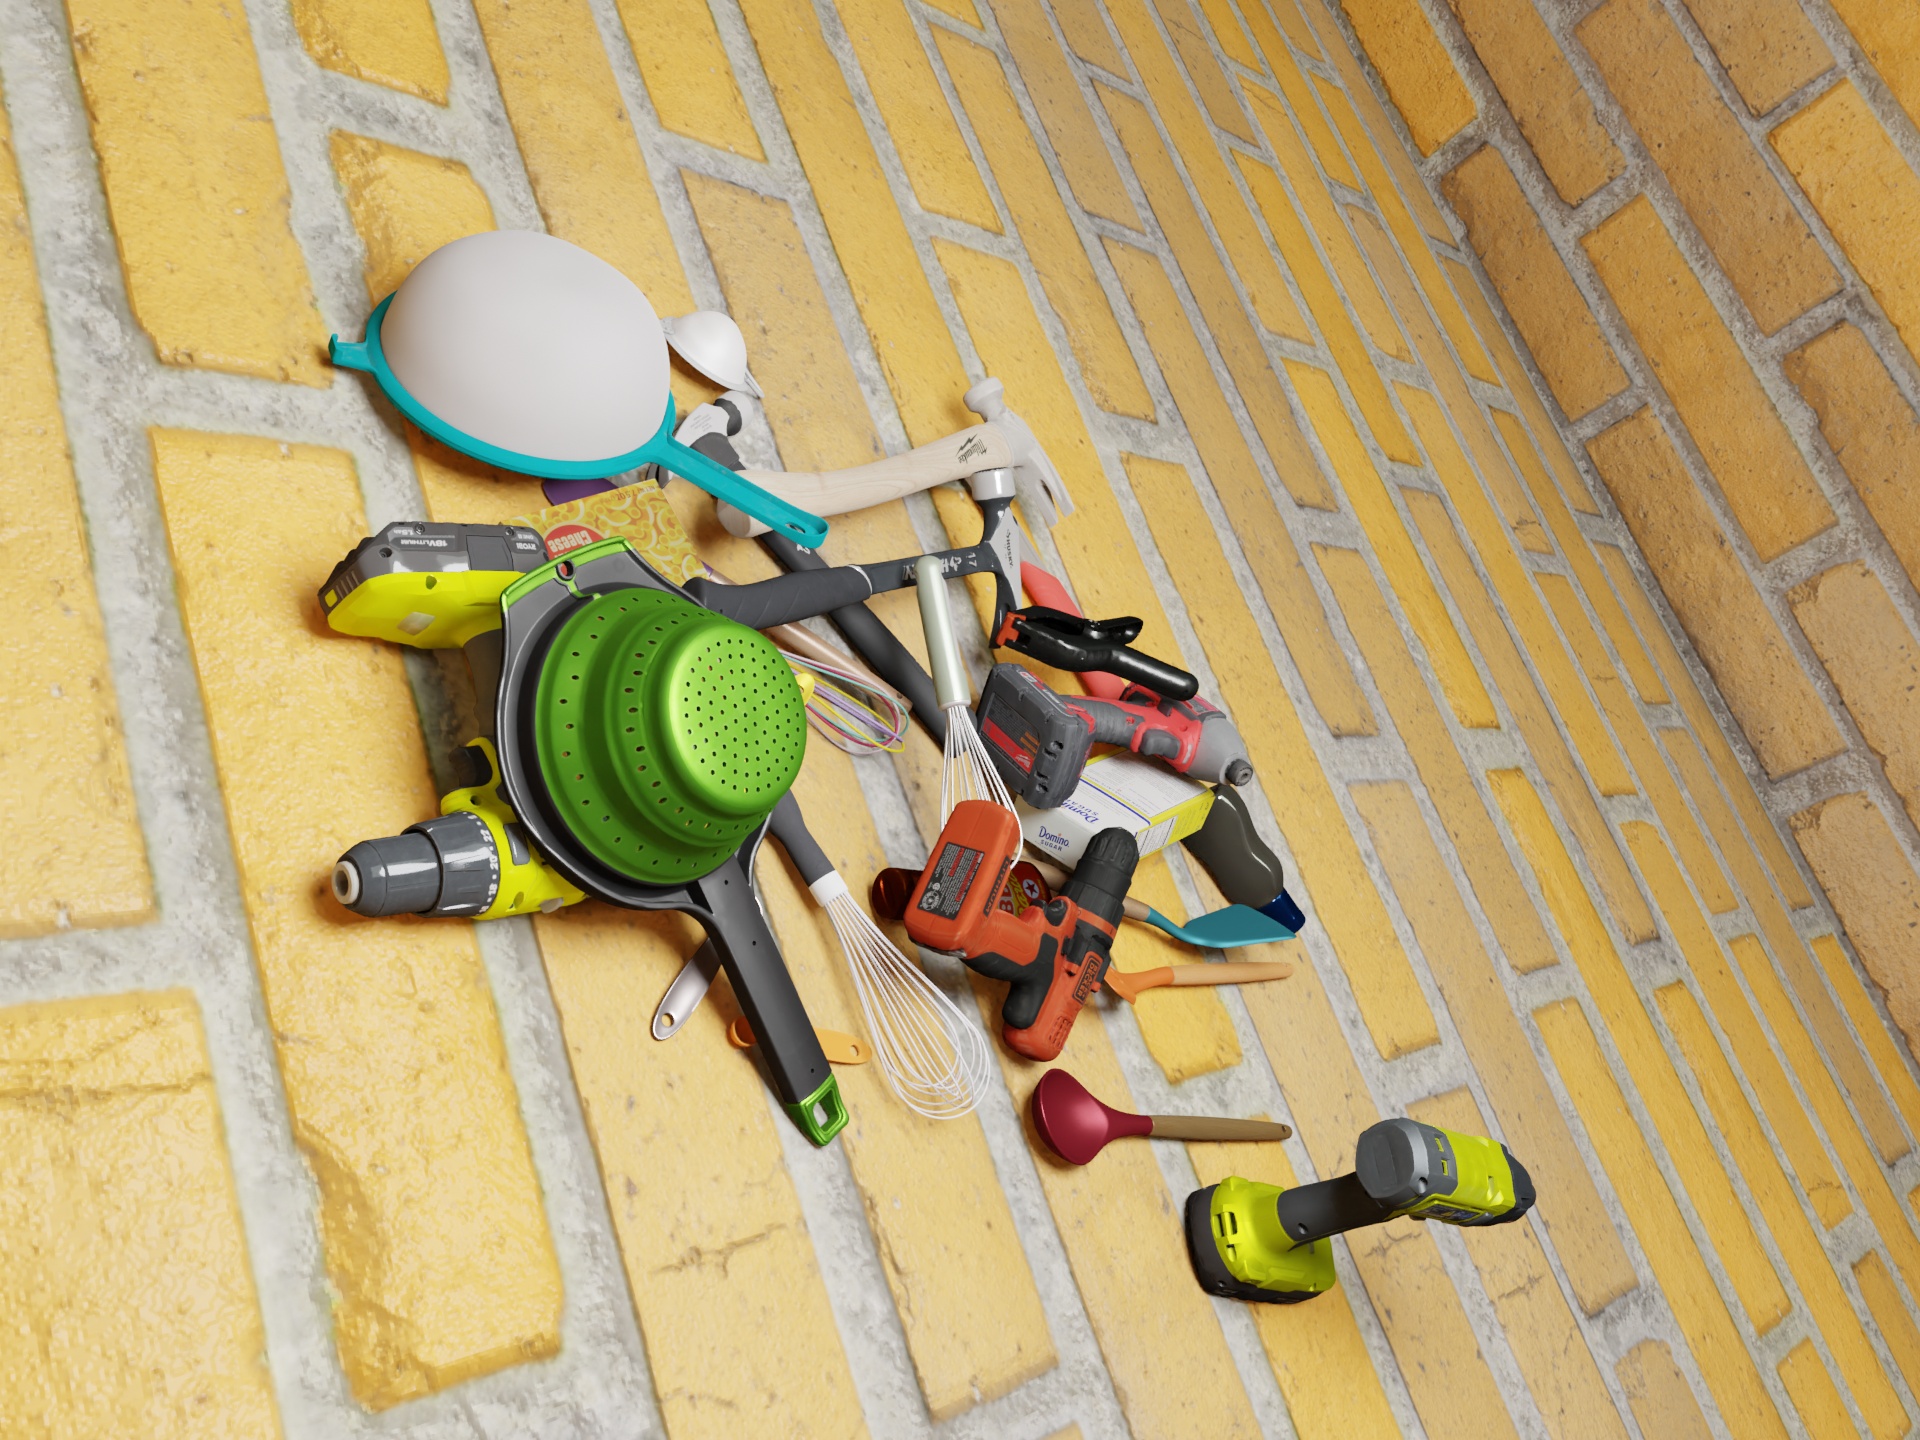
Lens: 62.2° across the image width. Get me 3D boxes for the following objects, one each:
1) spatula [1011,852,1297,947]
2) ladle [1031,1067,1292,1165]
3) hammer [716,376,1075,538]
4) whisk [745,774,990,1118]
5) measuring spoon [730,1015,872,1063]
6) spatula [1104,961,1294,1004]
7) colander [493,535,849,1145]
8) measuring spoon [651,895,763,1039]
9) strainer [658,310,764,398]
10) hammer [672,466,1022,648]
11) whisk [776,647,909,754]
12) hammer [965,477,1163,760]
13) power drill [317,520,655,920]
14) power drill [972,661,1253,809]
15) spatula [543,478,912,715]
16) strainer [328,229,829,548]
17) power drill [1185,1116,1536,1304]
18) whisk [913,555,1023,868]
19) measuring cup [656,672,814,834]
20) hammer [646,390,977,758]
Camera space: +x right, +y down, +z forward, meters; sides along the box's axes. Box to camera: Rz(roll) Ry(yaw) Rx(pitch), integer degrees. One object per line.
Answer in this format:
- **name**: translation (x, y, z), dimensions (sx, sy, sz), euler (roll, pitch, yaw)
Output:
- **spatula**: translation (0.133, 0.138, 1.291), dimensions (0.317, 0.044, 0.082), euler (23, 4, -29)
- **ladle**: translation (0.159, 0.308, 1.211), dimensions (0.315, 0.031, 0.069), euler (16, 54, -42)
- **hammer**: translation (-0.046, -0.193, 1.307), dimensions (0.410, 0.038, 0.146), euler (-27, 84, -53)
- **whisk**: translation (-0.071, 0.140, 1.071), dimensions (0.070, 0.070, 0.285), euler (-21, 74, -52)
- **measuring spoon**: translation (-0.102, 0.207, 1.022), dimensions (0.116, 0.011, 0.021), euler (21, 49, -41)
- **spatula**: translation (0.190, 0.203, 1.311), dimensions (0.322, 0.041, 0.081), euler (7, 31, -47)
- **colander**: translation (-0.126, 0.078, 0.935), dimensions (0.204, 0.094, 0.397), euler (-38, 111, -48)
- **measuring spoon**: translation (-0.163, 0.153, 0.996), dimensions (0.034, 0.018, 0.124), euler (44, 45, -14)
- **strainer**: translation (-0.252, -0.319, 1.235), dimensions (0.258, 0.050, 0.087), euler (18, 32, -33)
- **hammer**: translation (-0.065, -0.099, 1.175), dimensions (0.409, 0.036, 0.149), euler (-20, 104, -55)
- **whisk**: translation (-0.136, -0.043, 1.149), dimensions (0.244, 0.051, 0.047), euler (33, 48, -22)
- **hammer**: translation (0.083, -0.101, 1.433), dimensions (0.149, 0.036, 0.359), euler (-23, 80, -52)
- **power drill**: translation (-0.287, 0.005, 0.916), dimensions (0.190, 0.080, 0.229), euler (-5, 71, -50)
- **power drill**: translation (0.130, 0.013, 1.295), dimensions (0.219, 0.078, 0.143), euler (0, 29, -36)
- **spatula**: translation (-0.164, -0.089, 1.163), dimensions (0.315, 0.018, 0.060), euler (33, 44, -20)
- **strainer**: translation (-0.227, -0.232, 1.067), dimensions (0.340, 0.095, 0.211), euler (30, 39, 0)
- **power drill**: translation (0.291, 0.356, 1.153), dimensions (0.171, 0.223, 0.080), euler (22, 48, -35)
- **whisk**: translation (-0.002, -0.004, 1.162), dimensions (0.059, 0.057, 0.246), euler (-10, 79, -4)
- **measuring cup**: translation (-0.148, 0.021, 1.072), dimensions (0.062, 0.029, 0.156), euler (44, 50, -6)
- **hammer**: translation (-0.106, -0.101, 1.230), dimensions (0.334, 0.035, 0.146), euler (48, 37, -9)
